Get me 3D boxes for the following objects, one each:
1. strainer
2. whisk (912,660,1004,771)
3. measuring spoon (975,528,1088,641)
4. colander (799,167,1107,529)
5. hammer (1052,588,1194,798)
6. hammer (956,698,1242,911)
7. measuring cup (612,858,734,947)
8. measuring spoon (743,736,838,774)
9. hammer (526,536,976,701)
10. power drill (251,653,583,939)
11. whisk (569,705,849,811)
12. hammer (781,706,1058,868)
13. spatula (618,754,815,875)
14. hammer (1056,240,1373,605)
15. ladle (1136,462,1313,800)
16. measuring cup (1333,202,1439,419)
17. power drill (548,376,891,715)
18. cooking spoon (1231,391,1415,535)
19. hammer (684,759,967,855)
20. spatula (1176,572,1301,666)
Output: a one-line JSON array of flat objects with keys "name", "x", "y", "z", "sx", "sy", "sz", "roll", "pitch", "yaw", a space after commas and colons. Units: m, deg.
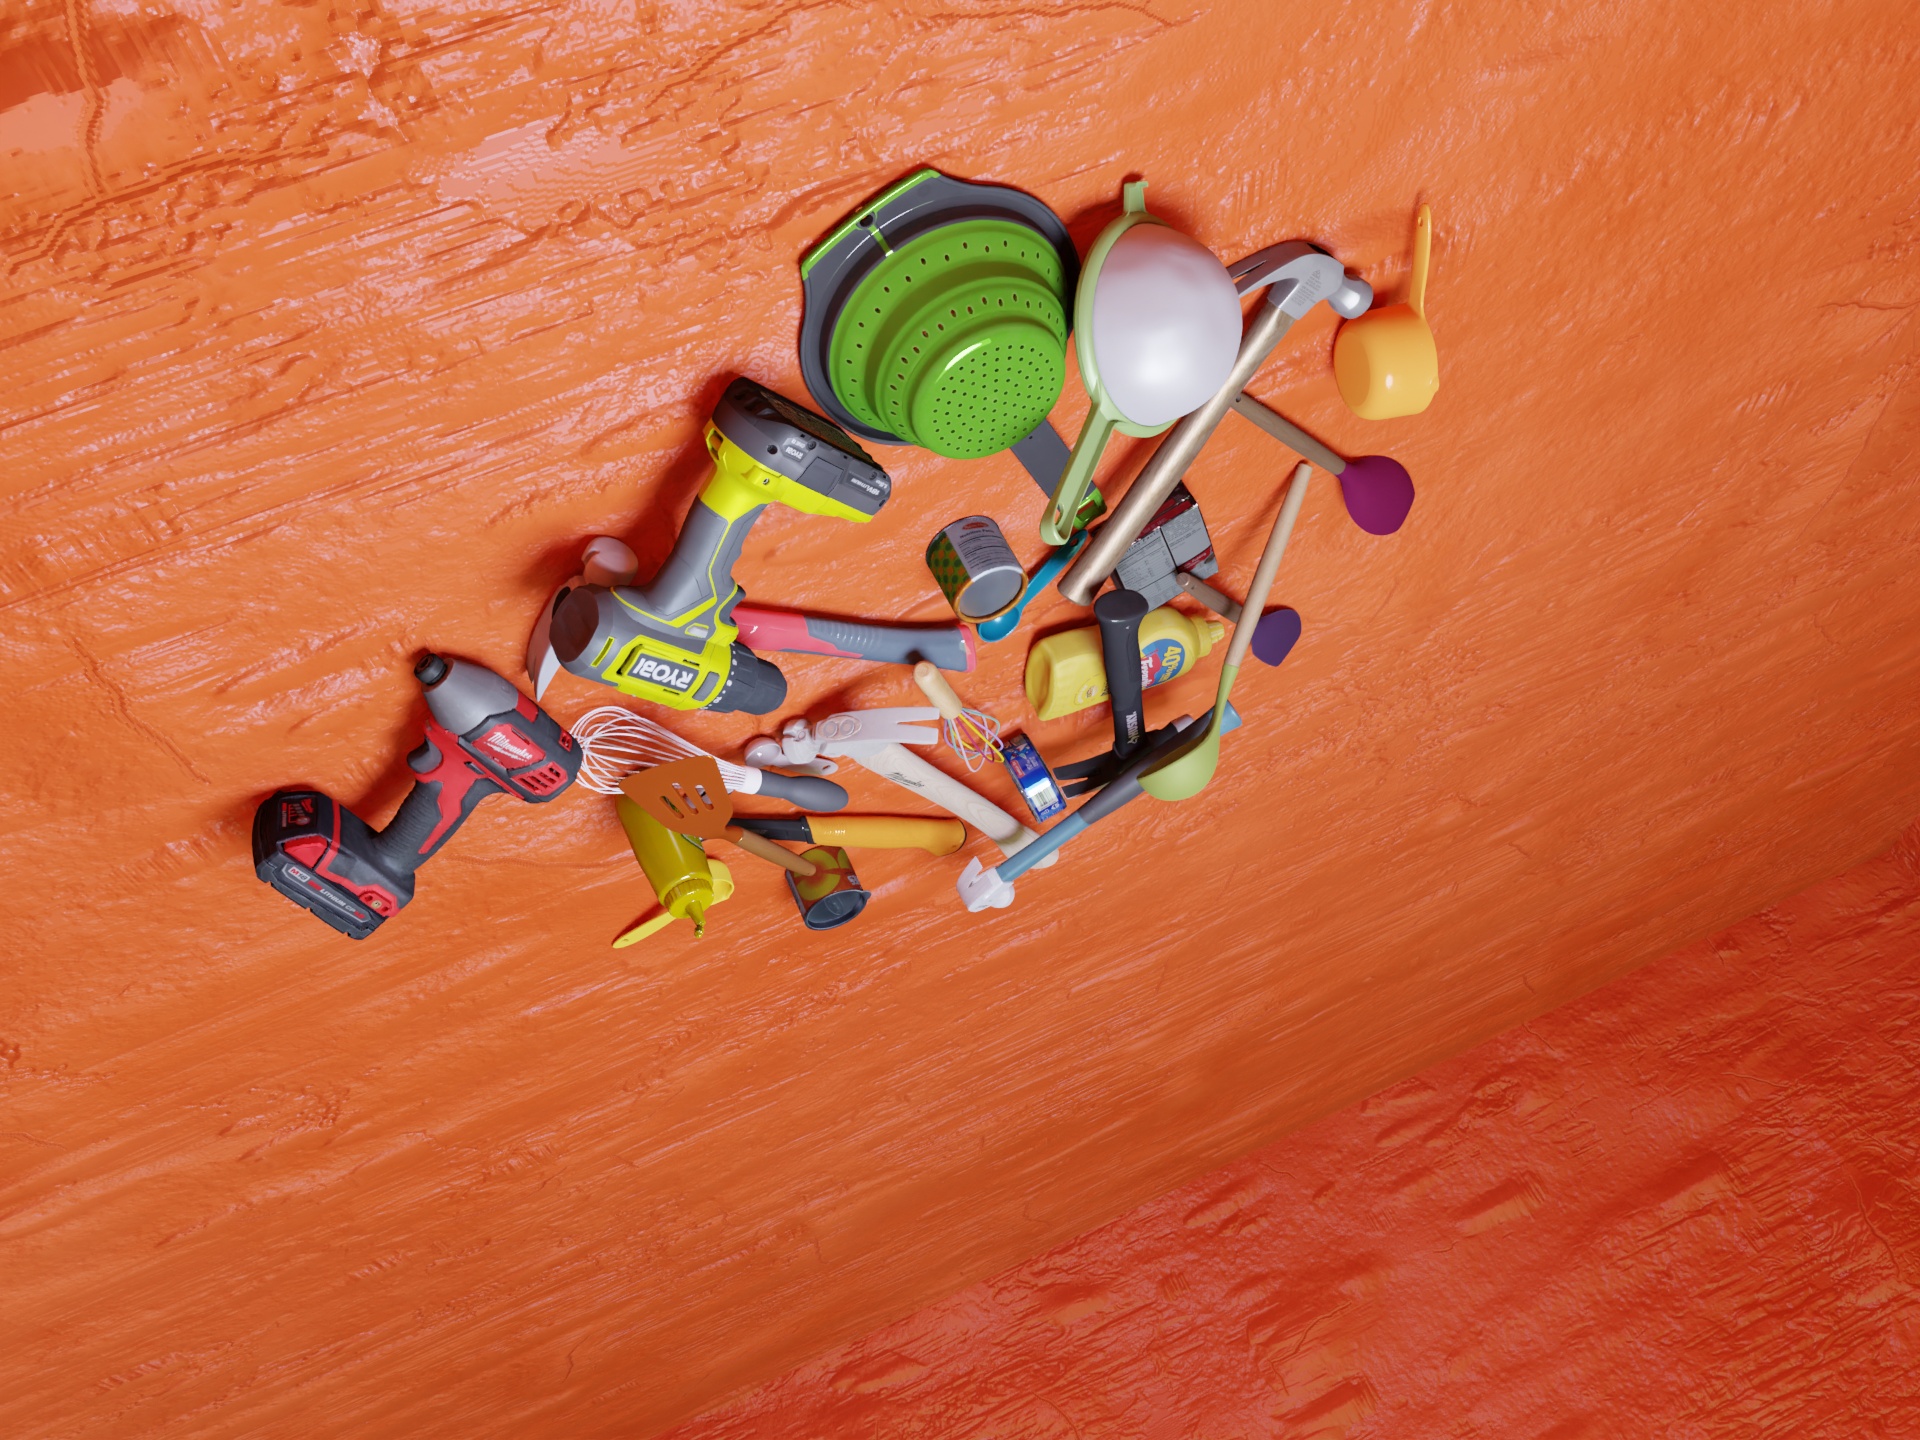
[{"name": "strainer", "x": 0.125, "y": -0.223, "z": 1.054, "sx": 0.151, "sy": 0.069, "sz": 0.256, "roll": 46, "pitch": 61, "yaw": -43}, {"name": "whisk", "x": 0.000, "y": -0.004, "z": 1.407, "sx": 0.051, "sy": 0.047, "sz": 0.244, "roll": -35, "pitch": 158, "yaw": 1}, {"name": "measuring spoon", "x": 0.059, "y": -0.120, "z": 1.355, "sx": 0.128, "sy": 0.021, "sz": 0.042, "roll": -46, "pitch": 144, "yaw": 10}, {"name": "colander", "x": 0.038, "y": -0.213, "z": 1.127, "sx": 0.204, "sy": 0.095, "sz": 0.396, "roll": -35, "pitch": 147, "yaw": 10}, {"name": "hammer", "x": 0.142, "y": -0.023, "z": 1.413, "sx": 0.146, "sy": 0.035, "sz": 0.334, "roll": -25, "pitch": 155, "yaw": -3}, {"name": "hammer", "x": 0.130, "y": 0.083, "z": 1.514, "sx": 0.331, "sy": 0.033, "sz": 0.128, "roll": -38, "pitch": 162, "yaw": 18}, {"name": "measuring cup", "x": -0.279, "y": 0.173, "z": 1.506, "sx": 0.156, "sy": 0.029, "sz": 0.062, "roll": -32, "pitch": 150, "yaw": 28}, {"name": "measuring spoon", "x": -0.150, "y": 0.032, "z": 1.411, "sx": 0.034, "sy": 0.018, "sz": 0.124, "roll": -41, "pitch": 152, "yaw": 20}, {"name": "hammer", "x": -0.147, "y": -0.059, "z": 1.258, "sx": 0.386, "sy": 0.038, "sz": 0.143, "roll": 5, "pitch": 136, "yaw": -41}, {"name": "power drill", "x": -0.403, "y": 0.049, "z": 1.168, "sx": 0.219, "sy": 0.079, "sz": 0.143, "roll": -37, "pitch": 129, "yaw": 6}, {"name": "whisk", "x": -0.203, "y": 0.044, "z": 1.319, "sx": 0.284, "sy": 0.070, "sz": 0.070, "roll": 15, "pitch": 128, "yaw": -41}, {"name": "hammer", "x": 0.004, "y": 0.072, "z": 1.495, "sx": 0.146, "sy": 0.038, "sz": 0.410, "roll": -6, "pitch": 158, "yaw": 27}, {"name": "spatula", "x": -0.184, "y": 0.093, "z": 1.356, "sx": 0.081, "sy": 0.041, "sz": 0.322, "roll": -17, "pitch": 162, "yaw": 10}, {"name": "hammer", "x": 0.179, "y": -0.225, "z": 1.241, "sx": 0.130, "sy": 0.031, "sz": 0.331, "roll": 14, "pitch": 120, "yaw": -43}, {"name": "ladle", "x": 0.237, "y": -0.078, "z": 1.404, "sx": 0.078, "sy": 0.062, "sz": 0.320, "roll": -50, "pitch": 160, "yaw": -85}, {"name": "measuring cup", "x": 0.330, "y": -0.314, "z": 1.233, "sx": 0.052, "sy": 0.095, "sz": 0.173, "roll": -14, "pitch": 132, "yaw": -10}, {"name": "power drill", "x": -0.151, "y": -0.104, "z": 1.105, "sx": 0.190, "sy": 0.080, "sz": 0.228, "roll": 20, "pitch": 112, "yaw": -48}, {"name": "cooking spoon", "x": 0.314, "y": -0.227, "z": 1.376, "sx": 0.318, "sy": 0.017, "sz": 0.069, "roll": 18, "pitch": 99, "yaw": -45}, {"name": "hammer", "x": -0.121, "y": 0.099, "z": 1.503, "sx": 0.336, "sy": 0.034, "sz": 0.127, "roll": 6, "pitch": 135, "yaw": -42}, {"name": "spatula", "x": 0.265, "y": -0.099, "z": 1.493, "sx": 0.060, "sy": 0.018, "sz": 0.315, "roll": -57, "pitch": 151, "yaw": 10}]
